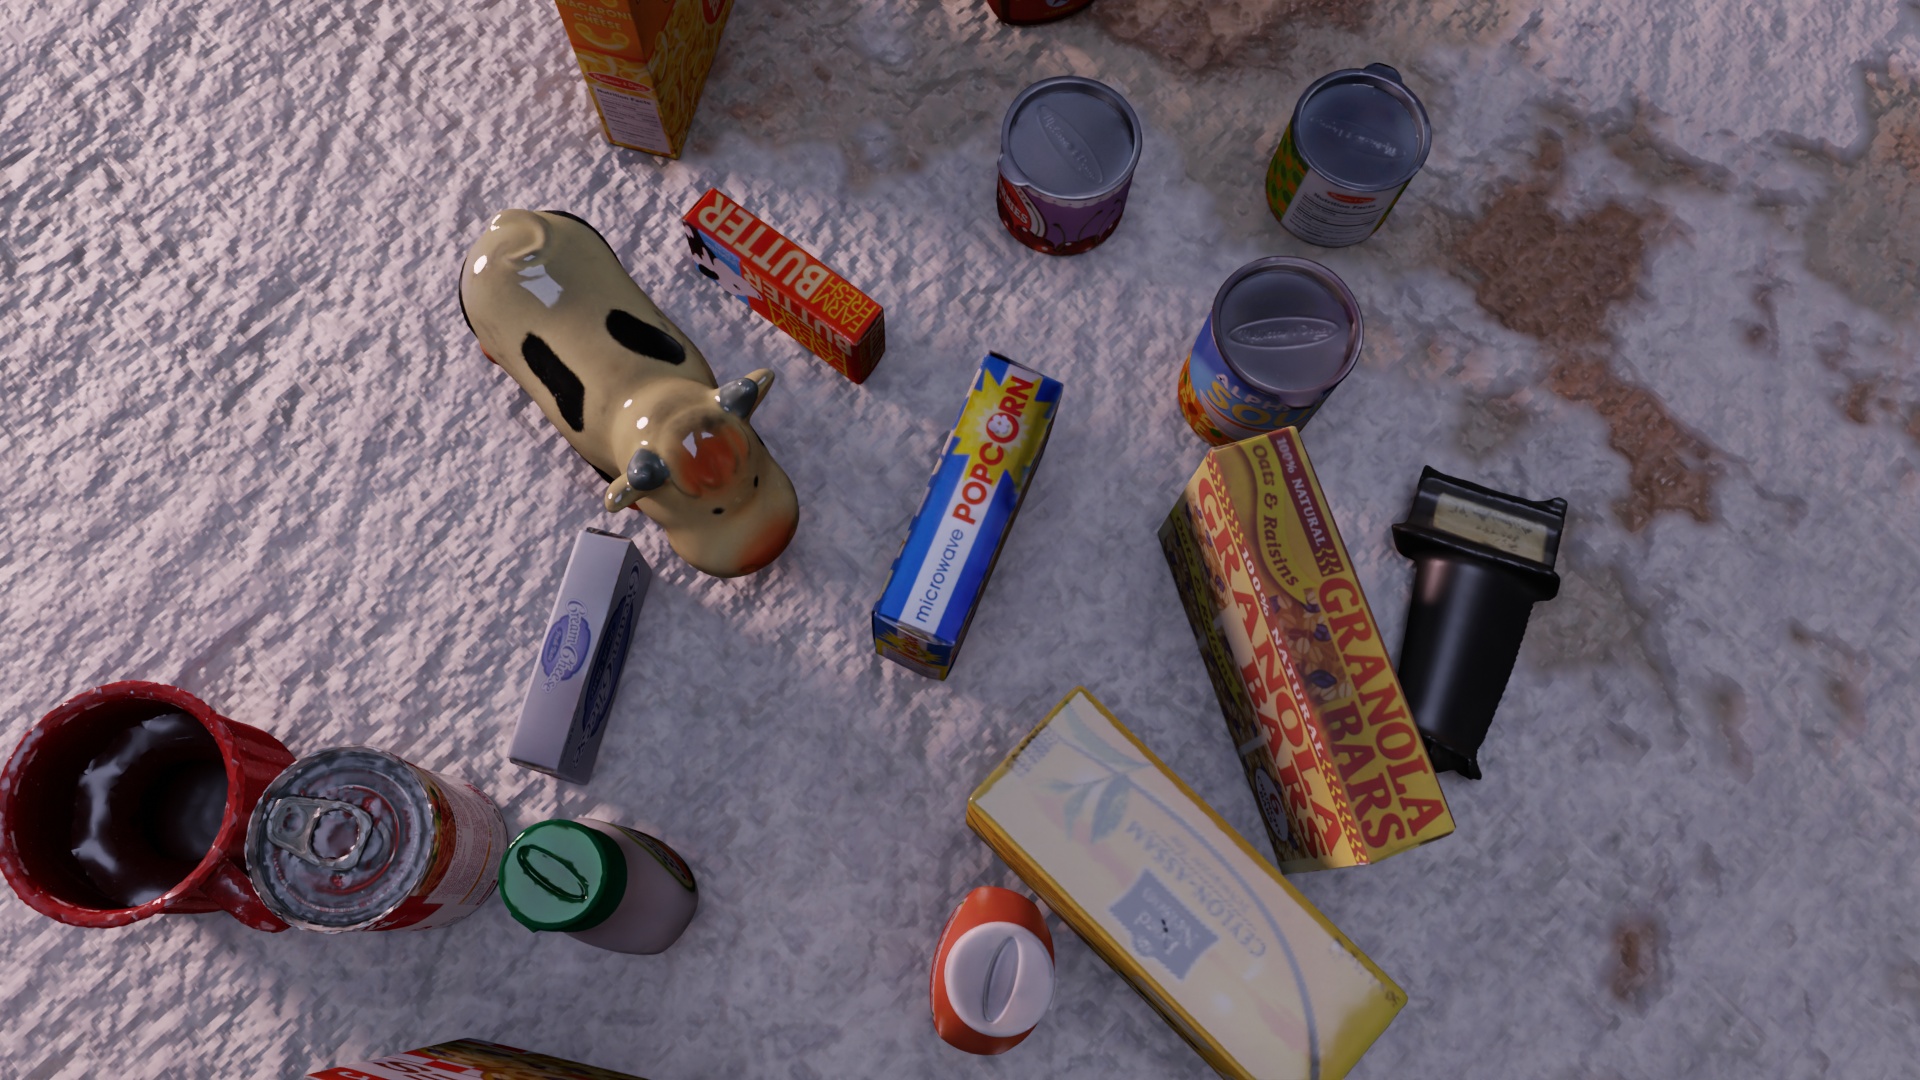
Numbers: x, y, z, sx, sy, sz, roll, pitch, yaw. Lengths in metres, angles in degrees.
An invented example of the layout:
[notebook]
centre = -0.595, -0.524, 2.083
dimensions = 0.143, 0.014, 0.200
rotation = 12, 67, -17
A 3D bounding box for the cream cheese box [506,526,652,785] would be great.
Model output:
[cream cheese box]
centre = -0.163, 0.051, 0.601
dimensions = 0.024, 0.053, 0.104
rotation = 13, 74, 2

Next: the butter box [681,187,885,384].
[butter box]
centre = -0.081, -0.119, 0.654
dimensions = 0.103, 0.053, 0.024
rotation = 36, 76, 8

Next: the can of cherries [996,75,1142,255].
[can of cherries]
centre = 0.048, -0.179, 0.673
dimensions = 0.071, 0.058, 0.071
rotation = 1, 74, -2

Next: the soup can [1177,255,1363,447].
[soup can]
centre = 0.139, -0.079, 0.634
dimensions = 0.071, 0.083, 0.071
rotation = 1, 74, -2

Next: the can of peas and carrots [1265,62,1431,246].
[can of peas and carrots]
centre = 0.189, -0.188, 0.681
dimensions = 0.071, 0.058, 0.071
rotation = 1, 74, -2

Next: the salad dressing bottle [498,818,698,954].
[salad dressing bottle]
centre = -0.137, 0.131, 0.530
dimensions = 0.064, 0.147, 0.044
rotation = 34, 76, 7

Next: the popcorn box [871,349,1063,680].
[popcorn box]
centre = 0.002, -0.008, 0.608
dimensions = 0.038, 0.085, 0.127
rotation = 22, 75, 4

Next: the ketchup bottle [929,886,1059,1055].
[ketchup bottle]
centre = 0.012, 0.163, 0.526
dimensions = 0.043, 0.148, 0.065
rotation = 15, 74, 2

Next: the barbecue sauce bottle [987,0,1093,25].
[barbecue sauce bottle]
centre = 0.045, -0.311, 0.664
dimensions = 0.065, 0.148, 0.044
rotation = -18, 76, -7

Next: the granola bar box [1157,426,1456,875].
[granola bar box]
centre = 0.137, 0.050, 0.576
dimensions = 0.039, 0.124, 0.166
rotation = -16, 75, -6

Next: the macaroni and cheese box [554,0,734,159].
[macaroni and cheese box]
centre = -0.142, -0.275, 0.638
dimensions = 0.040, 0.166, 0.124
rotation = 14, 74, 2

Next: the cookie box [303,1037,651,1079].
[cookie box]
centre = -0.149, 0.217, 0.495
dimensions = 0.123, 0.167, 0.040
rotation = 13, 74, 2
